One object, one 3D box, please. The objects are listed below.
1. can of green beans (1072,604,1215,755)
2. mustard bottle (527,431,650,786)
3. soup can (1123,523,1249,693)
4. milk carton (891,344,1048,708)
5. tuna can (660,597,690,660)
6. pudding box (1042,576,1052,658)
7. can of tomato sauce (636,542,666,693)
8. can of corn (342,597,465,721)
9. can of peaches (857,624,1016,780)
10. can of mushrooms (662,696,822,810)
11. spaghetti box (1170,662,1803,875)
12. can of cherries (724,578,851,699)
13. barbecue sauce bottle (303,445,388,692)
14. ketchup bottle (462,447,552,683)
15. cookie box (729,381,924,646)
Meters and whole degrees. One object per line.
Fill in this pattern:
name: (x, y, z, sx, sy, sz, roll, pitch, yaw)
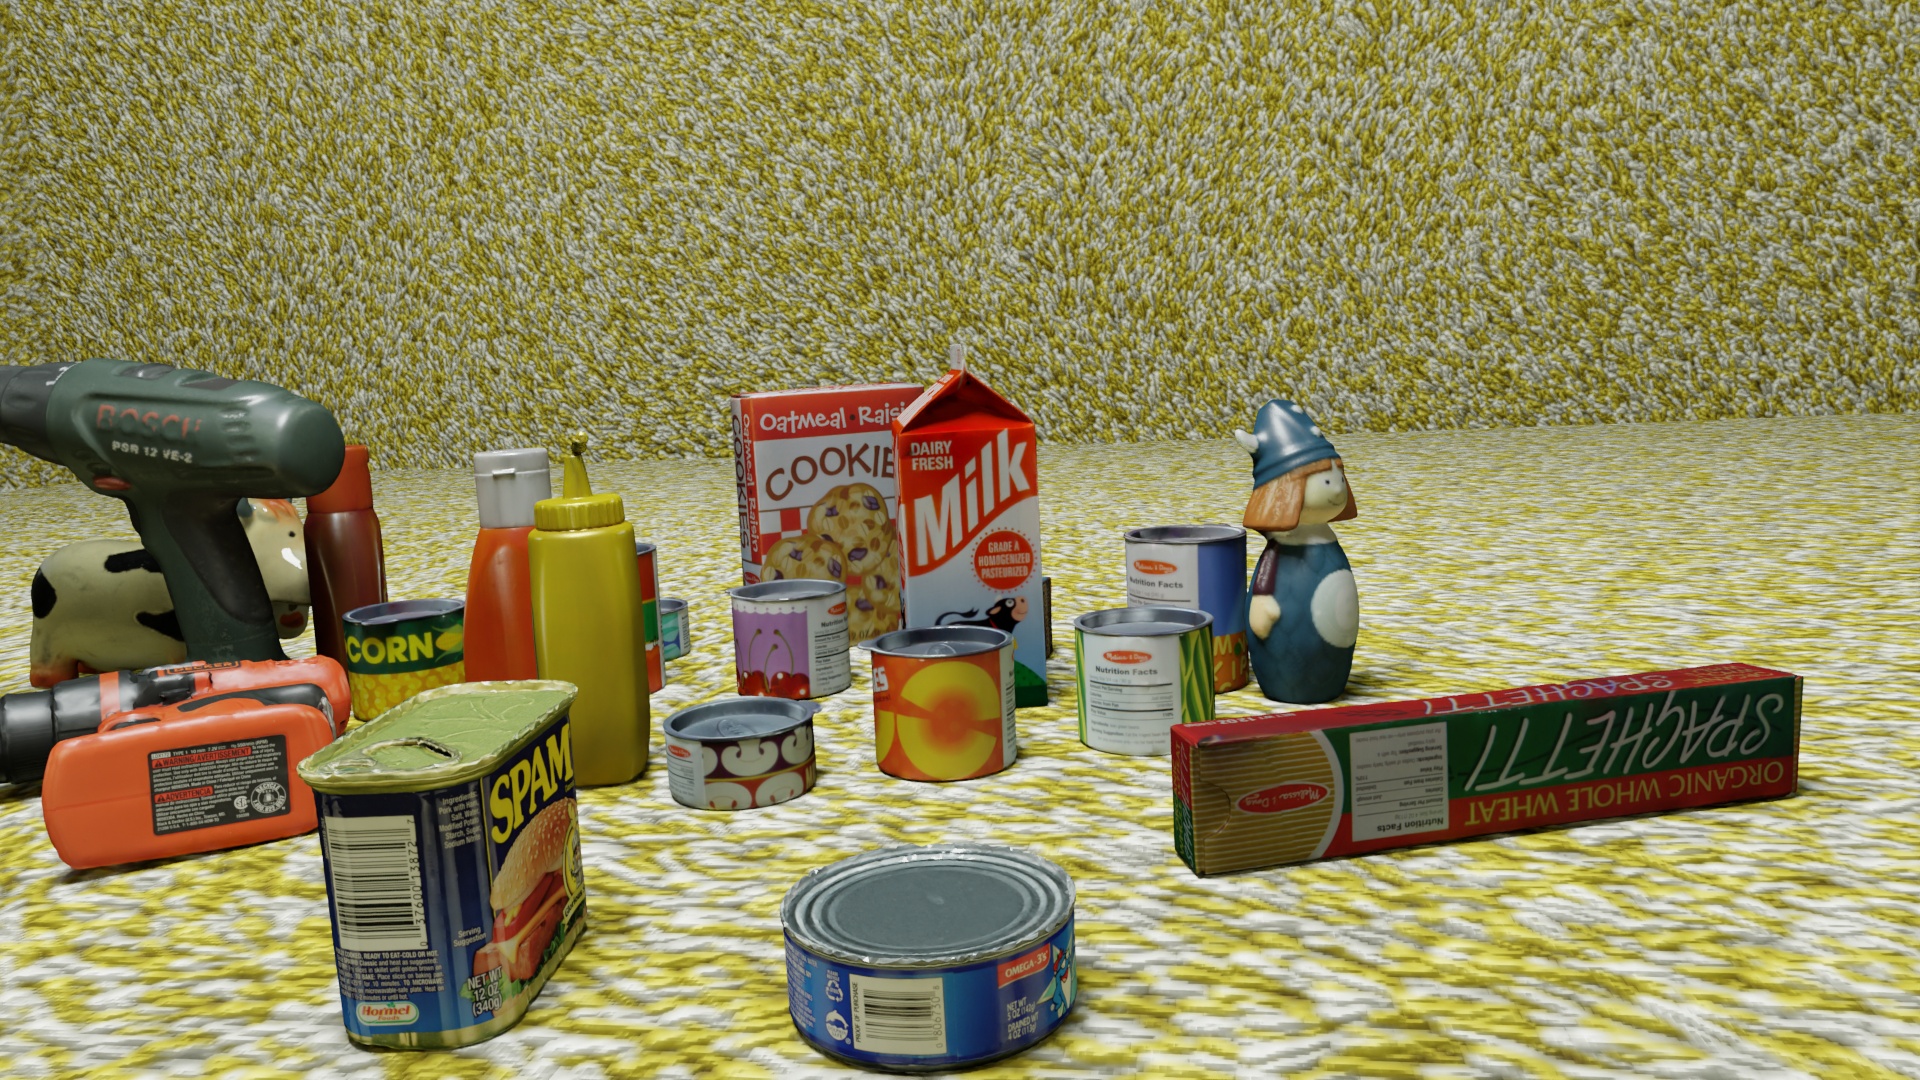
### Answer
can of green beans: (0.088, 0.065, 0.659, 0.071, 0.057, 0.071, -3, 8, 0)
mustard bottle: (-0.172, 0.030, 0.639, 0.049, 0.160, 0.065, -4, 8, -8)
soup can: (0.126, 0.036, 0.759, 0.071, 0.083, 0.071, -3, 8, 0)
milk carton: (0.003, -0.009, 0.743, 0.073, 0.190, 0.072, -4, 8, -5)
tuna can: (-0.211, 0.059, 0.899, 0.071, 0.032, 0.071, -3, 8, 0)
pudding box: (0.013, 0.047, 0.845, 0.084, 0.049, 0.030, -1, 8, 17)
can of tomato sauce: (-0.209, 0.047, 0.806, 0.071, 0.083, 0.071, -3, 8, 0)
can of corn: (-0.313, 0.067, 0.786, 0.071, 0.058, 0.071, -3, 8, 0)
can of peaches: (-0.010, 0.073, 0.636, 0.071, 0.058, 0.071, -3, 8, 0)
can of mushrooms: (-0.095, 0.093, 0.616, 0.071, 0.033, 0.071, -3, 8, 0)
spaghetti box: (0.200, 0.083, 0.521, 0.250, 0.050, 0.029, -5, 8, -12)
can of cherries: (-0.098, 0.055, 0.792, 0.071, 0.058, 0.071, -3, 8, 0)
barbecue sauce bottle: (-0.369, 0.018, 0.836, 0.044, 0.148, 0.065, -8, 9, -32)
ketchup bottle: (-0.223, 0.028, 0.710, 0.065, 0.148, 0.043, -4, 8, -5)
cookie box: (-0.081, -0.016, 0.902, 0.123, 0.167, 0.040, -7, 9, -30)
